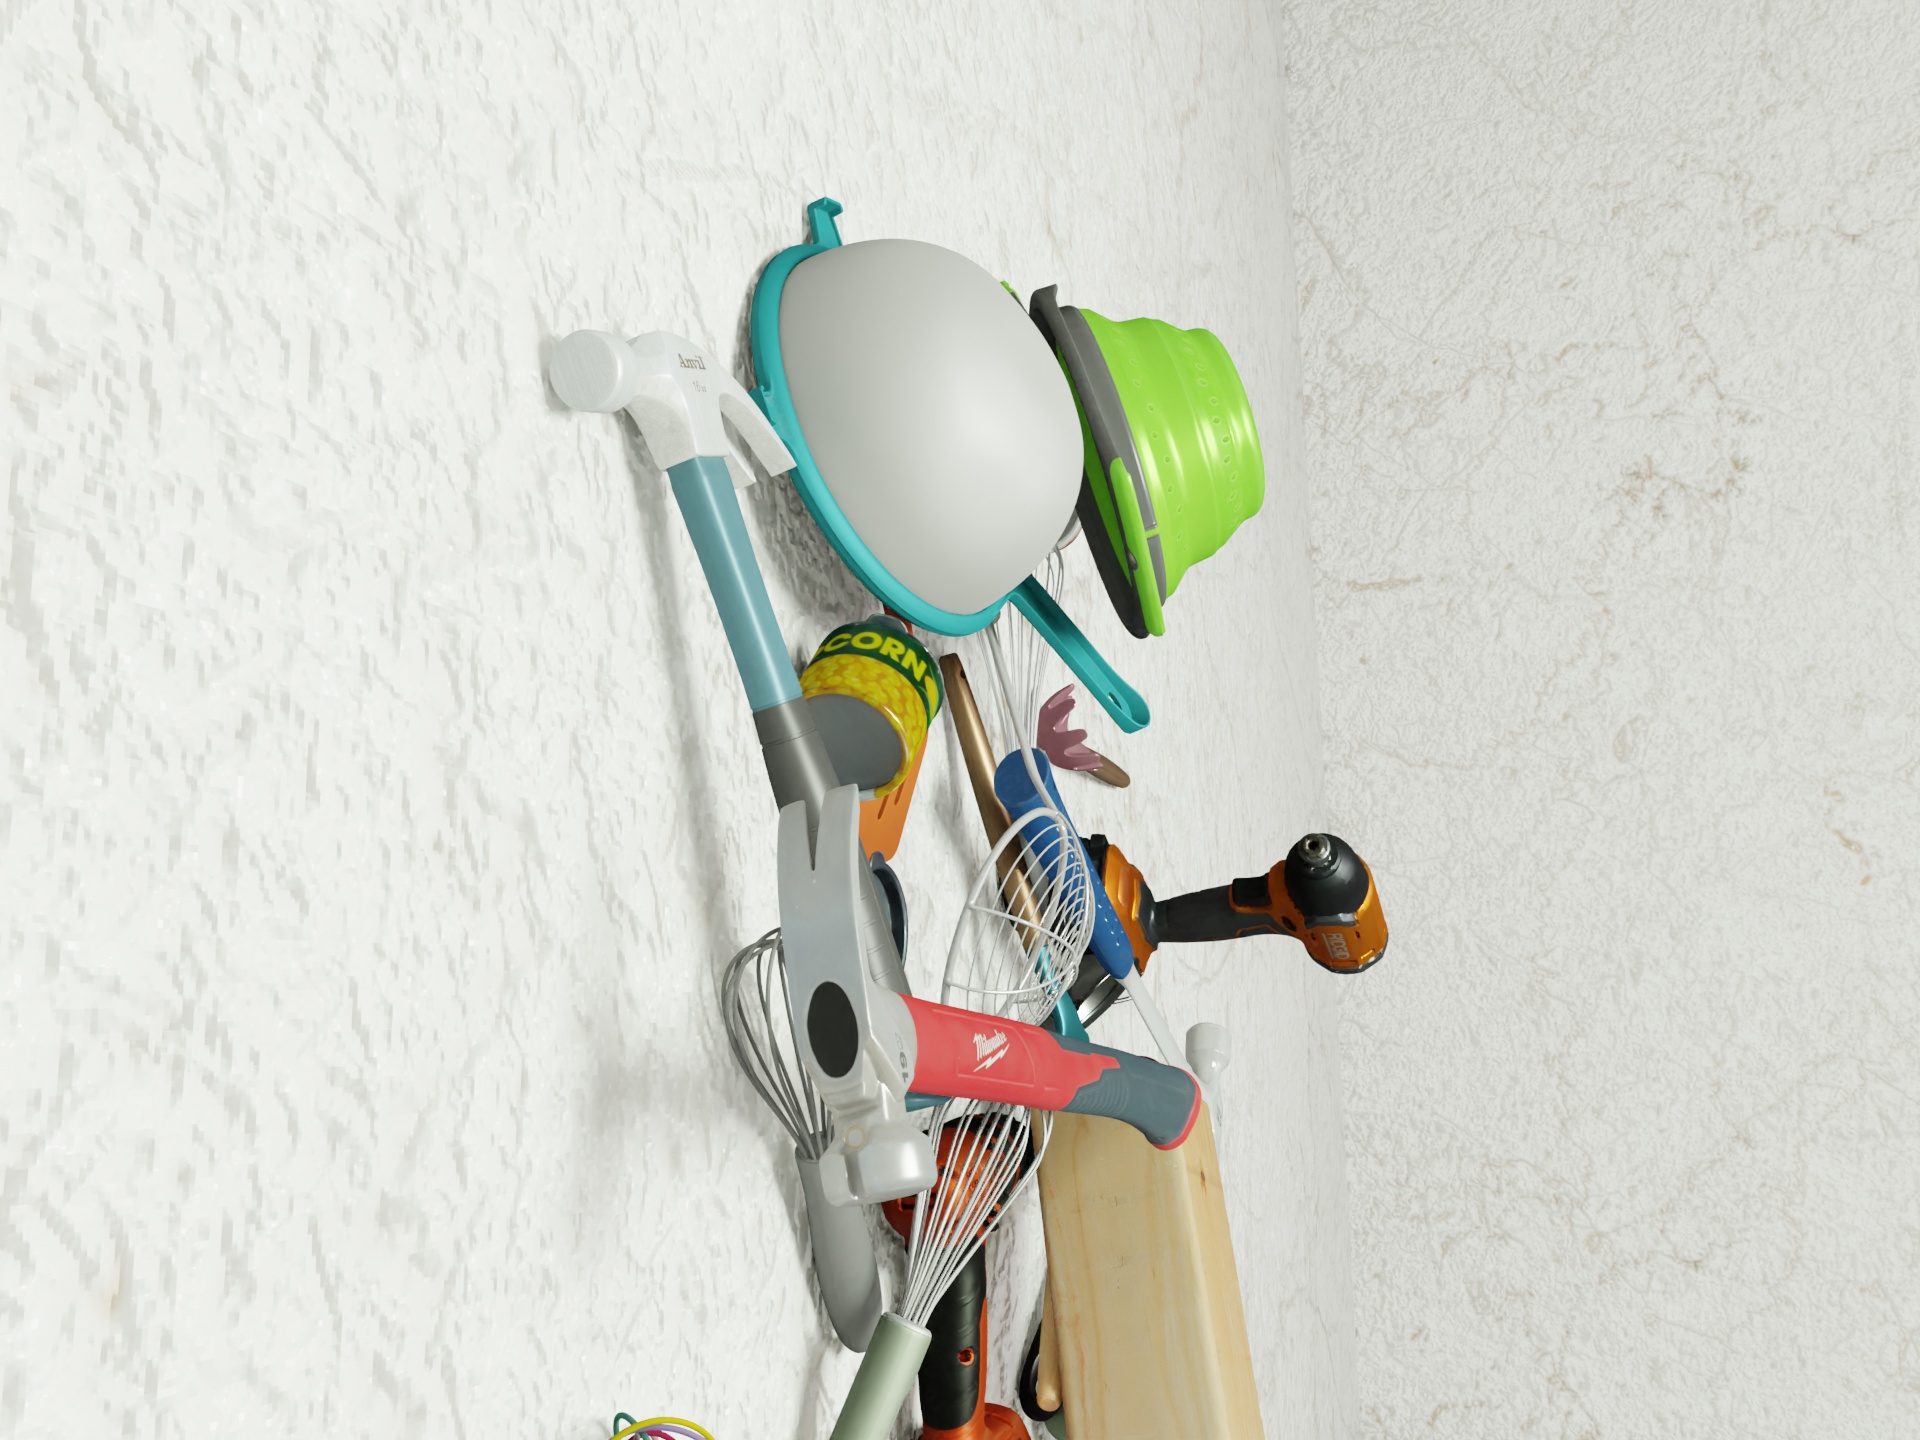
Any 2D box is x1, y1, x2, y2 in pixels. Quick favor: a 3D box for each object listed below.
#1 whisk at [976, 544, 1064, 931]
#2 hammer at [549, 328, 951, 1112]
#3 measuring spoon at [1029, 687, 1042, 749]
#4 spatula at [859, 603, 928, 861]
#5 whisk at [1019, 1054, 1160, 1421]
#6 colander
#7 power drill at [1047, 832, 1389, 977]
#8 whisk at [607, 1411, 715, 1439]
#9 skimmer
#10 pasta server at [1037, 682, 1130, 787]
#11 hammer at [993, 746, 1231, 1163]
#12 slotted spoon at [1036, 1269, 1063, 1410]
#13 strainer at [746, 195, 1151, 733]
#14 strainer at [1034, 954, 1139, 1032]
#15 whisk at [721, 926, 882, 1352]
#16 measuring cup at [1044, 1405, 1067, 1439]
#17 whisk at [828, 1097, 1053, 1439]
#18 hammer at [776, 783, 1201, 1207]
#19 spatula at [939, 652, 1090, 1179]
[{"bbox_3d":[0.038,0.000,1.018,0.070,0.070,0.284,-31,119,-69],"label":"whisk"},{"bbox_3d":[-0.070,0.006,0.640,0.128,0.033,0.331,-30,103,-71],"label":"hammer"},{"bbox_3d":[0.057,0.033,1.116,0.034,0.018,0.124,51,38,-58],"label":"measuring spoon"},{"bbox_3d":[-0.045,-0.087,0.844,0.081,0.041,0.323,25,58,-70],"label":"spatula"},{"bbox_3d":[0.091,0.343,1.092,0.296,0.073,0.073,-63,144,-48],"label":"whisk"},{"bbox_3d":[0.098,-0.201,0.966,0.398,0.094,0.204,-107,179,-55],"label":"colander"},{"bbox_3d":[0.181,0.127,1.132,0.164,0.226,0.084,57,34,-54],"label":"power drill"},{"bbox_3d":[-0.097,0.349,0.582,0.047,0.051,0.244,-32,122,-46],"label":"whisk"},{"bbox_3d":[-0.001,-0.003,0.863,0.127,0.090,0.364,67,7,-57],"label":"skimmer"},{"bbox_3d":[0.103,0.027,1.202,0.316,0.040,0.060,28,41,-72],"label":"pasta server"},{"bbox_3d":[0.108,0.167,1.027,0.405,0.035,0.144,60,30,-42],"label":"hammer"},{"bbox_3d":[0.069,0.307,0.996,0.314,0.031,0.070,-71,165,-66],"label":"slotted spoon"},{"bbox_3d":[0.035,-0.115,0.817,0.340,0.095,0.211,47,34,-32],"label":"strainer"},{"bbox_3d":[0.062,0.200,1.061,0.087,0.050,0.258,-55,165,19],"label":"strainer"},{"bbox_3d":[-0.062,0.191,0.699,0.055,0.055,0.238,-61,146,-58],"label":"whisk"},{"bbox_3d":[0.085,0.432,1.077,0.083,0.038,0.167,-55,-179,3],"label":"measuring cup"},{"bbox_3d":[-0.020,0.265,0.716,0.246,0.059,0.058,-65,-167,-18],"label":"whisk"},{"bbox_3d":[0.033,0.138,0.703,0.386,0.038,0.143,33,43,-61],"label":"hammer"},{"bbox_3d":[0.029,0.115,0.964,0.082,0.044,0.317,-19,93,-54],"label":"spatula"}]
